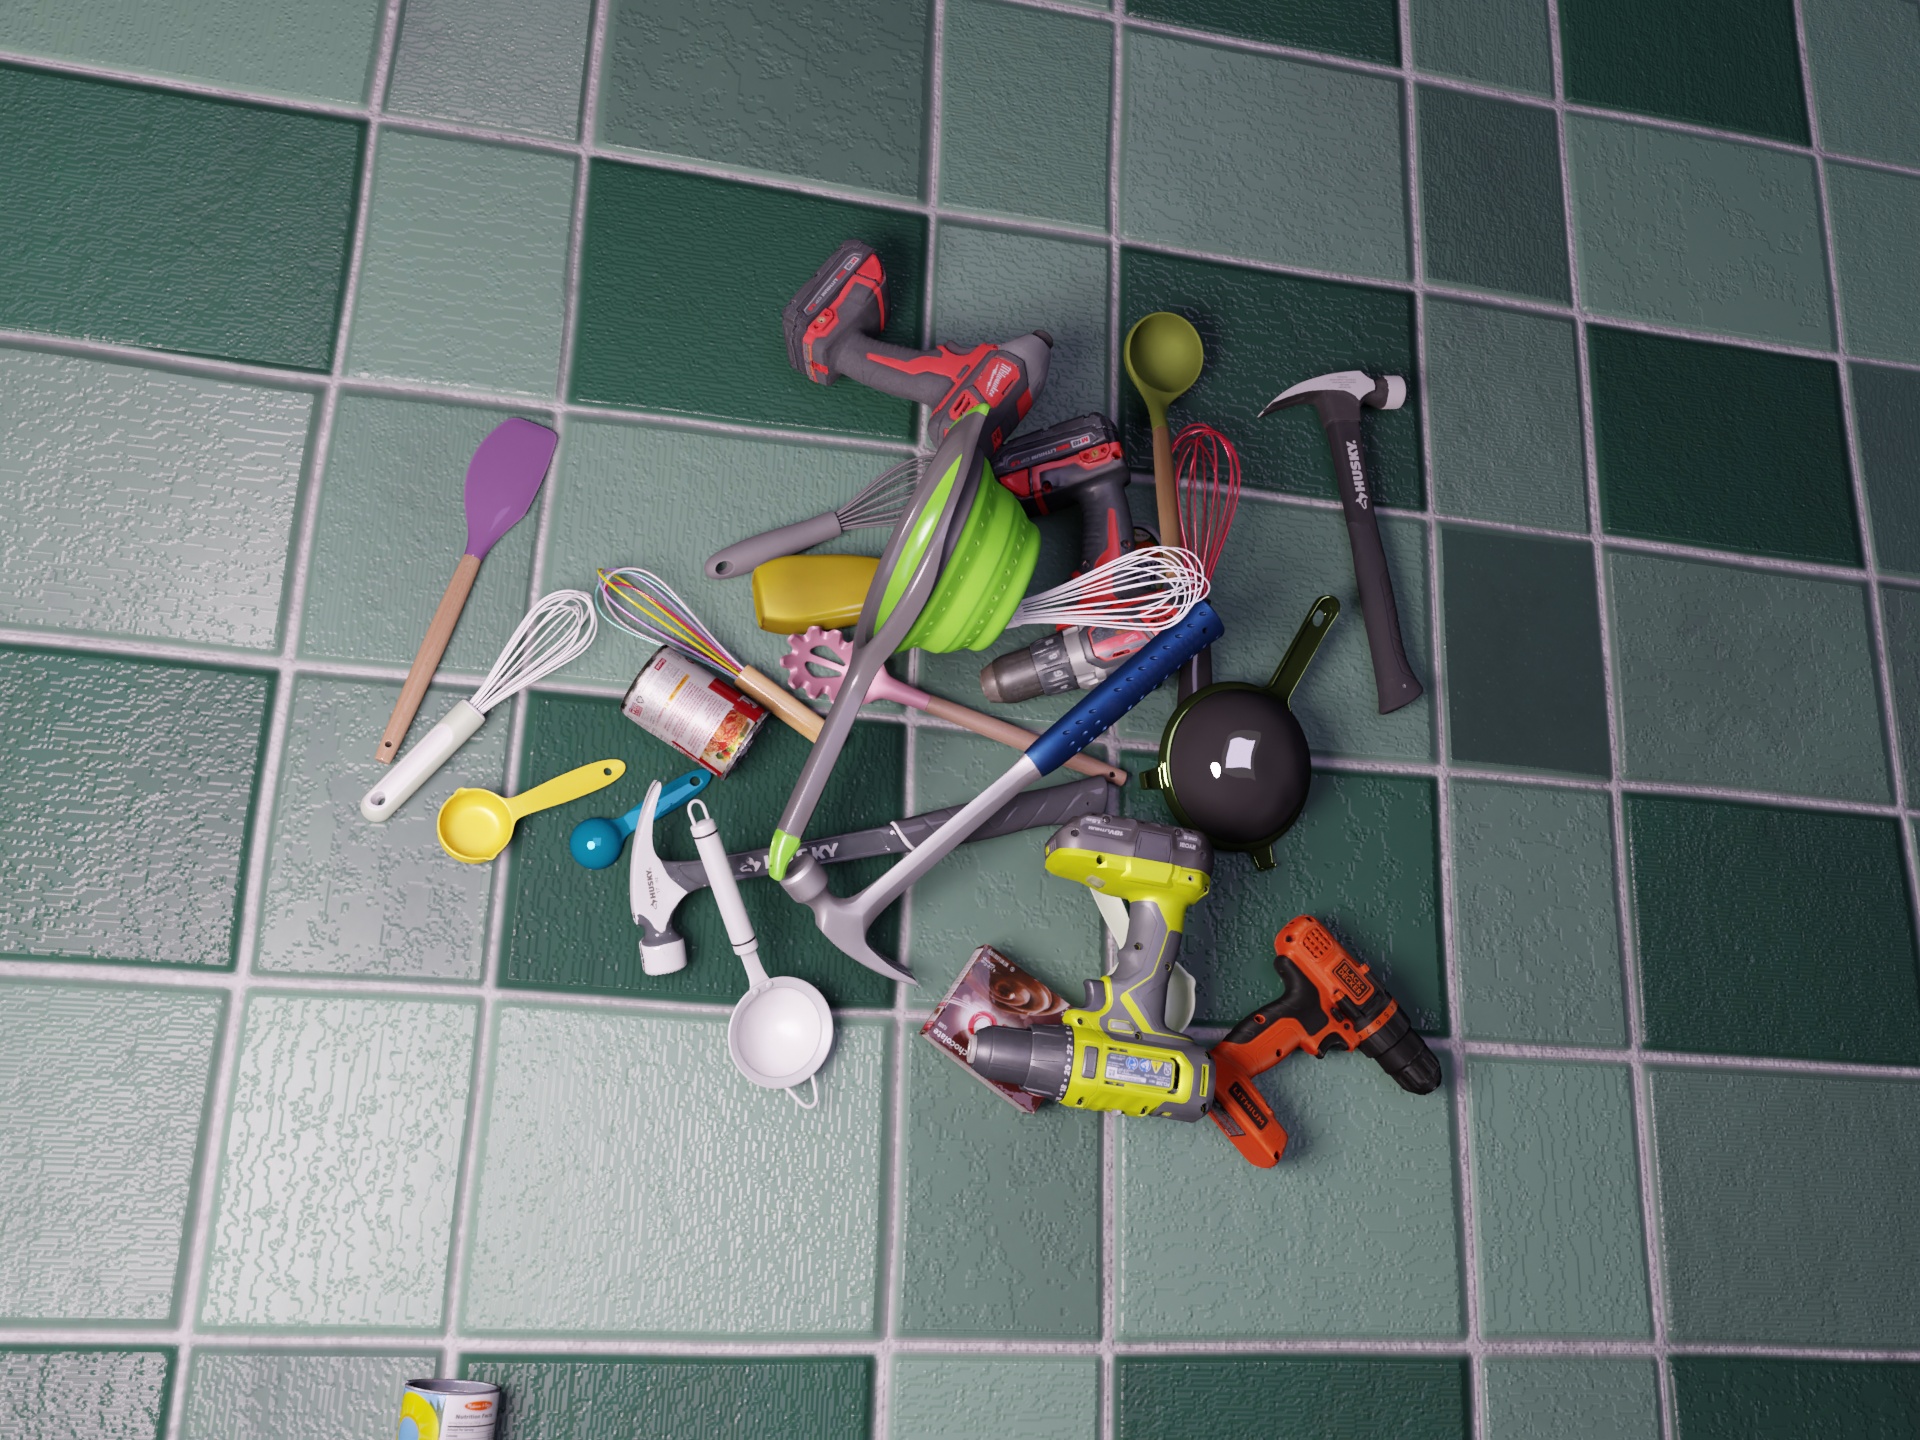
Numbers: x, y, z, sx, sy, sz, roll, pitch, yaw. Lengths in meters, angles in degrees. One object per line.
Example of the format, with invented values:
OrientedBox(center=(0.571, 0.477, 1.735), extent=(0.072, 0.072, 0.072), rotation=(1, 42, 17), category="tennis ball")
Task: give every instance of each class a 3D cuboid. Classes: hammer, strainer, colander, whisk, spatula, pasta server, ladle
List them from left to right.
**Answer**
OrientedBox(center=(-0.409, -0.110, 1.293), extent=(0.059, 0.018, 0.316), rotation=(19, 70, -7), category="spatula")
OrientedBox(center=(-0.380, -0.014, 1.259), extent=(0.058, 0.059, 0.246), rotation=(38, 74, 12), category="whisk")
OrientedBox(center=(-0.201, -0.050, 1.314), extent=(0.245, 0.047, 0.051), rotation=(36, 69, -5), category="whisk")
OrientedBox(center=(-0.163, 0.179, 1.228), extent=(0.087, 0.050, 0.258), rotation=(-24, 104, -26), category="strainer")
OrientedBox(center=(-0.109, -0.172, 1.368), extent=(0.239, 0.055, 0.055), rotation=(-23, 82, -14), category="whisk")
OrientedBox(center=(-0.067, 0.093, 1.298), extent=(0.409, 0.036, 0.149), rotation=(-10, 96, -19), category="hammer")
OrientedBox(center=(-0.033, -0.046, 1.239), extent=(0.094, 0.204, 0.397), rotation=(25, 85, -13), category="colander")
OrientedBox(center=(-0.002, -0.004, 1.351), extent=(0.316, 0.040, 0.060), rotation=(21, 93, -9), category="pasta server")
OrientedBox(center=(0.053, 0.047, 1.279), extent=(0.405, 0.035, 0.144), rotation=(-40, 113, -6), category="hammer")
OrientedBox(center=(0.069, -0.092, 1.305), extent=(0.284, 0.070, 0.070), rotation=(-8, 72, 30), category="whisk")
OrientedBox(center=(0.183, -0.244, 1.393), extent=(0.078, 0.062, 0.320), rotation=(18, 46, -18), category="ladle")
OrientedBox(center=(0.215, -0.126, 1.429), extent=(0.073, 0.073, 0.296), rotation=(5, 80, -12), category="whisk")
OrientedBox(center=(0.278, -0.006, 1.382), extent=(0.151, 0.069, 0.256), rotation=(35, 76, -14), category="strainer")
OrientedBox(center=(0.374, -0.169, 1.489), extent=(0.146, 0.035, 0.335), rotation=(-4, 76, -15), category="hammer")

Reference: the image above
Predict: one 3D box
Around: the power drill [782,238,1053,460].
OrientedBox(center=(-0.032, -0.319, 1.375), extent=(0.220, 0.078, 0.143), rotation=(31, 69, 16), category="power drill")

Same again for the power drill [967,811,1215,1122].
OrientedBox(center=(0.111, 0.195, 1.266), extent=(0.190, 0.080, 0.229), rotation=(11, 71, -6), category="power drill")

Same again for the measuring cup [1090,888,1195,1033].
OrientedBox(center=(0.136, 0.192, 1.333), extent=(0.083, 0.038, 0.168), rotation=(-18, 74, -17), category="measuring cup")

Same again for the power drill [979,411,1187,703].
OrientedBox(center=(0.087, -0.131, 1.373), extent=(0.188, 0.080, 0.227), rotation=(-18, 77, 9), category="power drill")

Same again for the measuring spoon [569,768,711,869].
OrientedBox(center=(-0.255, 0.074, 1.276), extent=(0.128, 0.021, 0.042), rotation=(-33, 85, -18), category="measuring spoon")

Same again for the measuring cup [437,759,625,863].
OrientedBox(center=(-0.339, 0.067, 1.263), extent=(0.156, 0.029, 0.062), rotation=(-23, 81, -30), category="measuring cup")
